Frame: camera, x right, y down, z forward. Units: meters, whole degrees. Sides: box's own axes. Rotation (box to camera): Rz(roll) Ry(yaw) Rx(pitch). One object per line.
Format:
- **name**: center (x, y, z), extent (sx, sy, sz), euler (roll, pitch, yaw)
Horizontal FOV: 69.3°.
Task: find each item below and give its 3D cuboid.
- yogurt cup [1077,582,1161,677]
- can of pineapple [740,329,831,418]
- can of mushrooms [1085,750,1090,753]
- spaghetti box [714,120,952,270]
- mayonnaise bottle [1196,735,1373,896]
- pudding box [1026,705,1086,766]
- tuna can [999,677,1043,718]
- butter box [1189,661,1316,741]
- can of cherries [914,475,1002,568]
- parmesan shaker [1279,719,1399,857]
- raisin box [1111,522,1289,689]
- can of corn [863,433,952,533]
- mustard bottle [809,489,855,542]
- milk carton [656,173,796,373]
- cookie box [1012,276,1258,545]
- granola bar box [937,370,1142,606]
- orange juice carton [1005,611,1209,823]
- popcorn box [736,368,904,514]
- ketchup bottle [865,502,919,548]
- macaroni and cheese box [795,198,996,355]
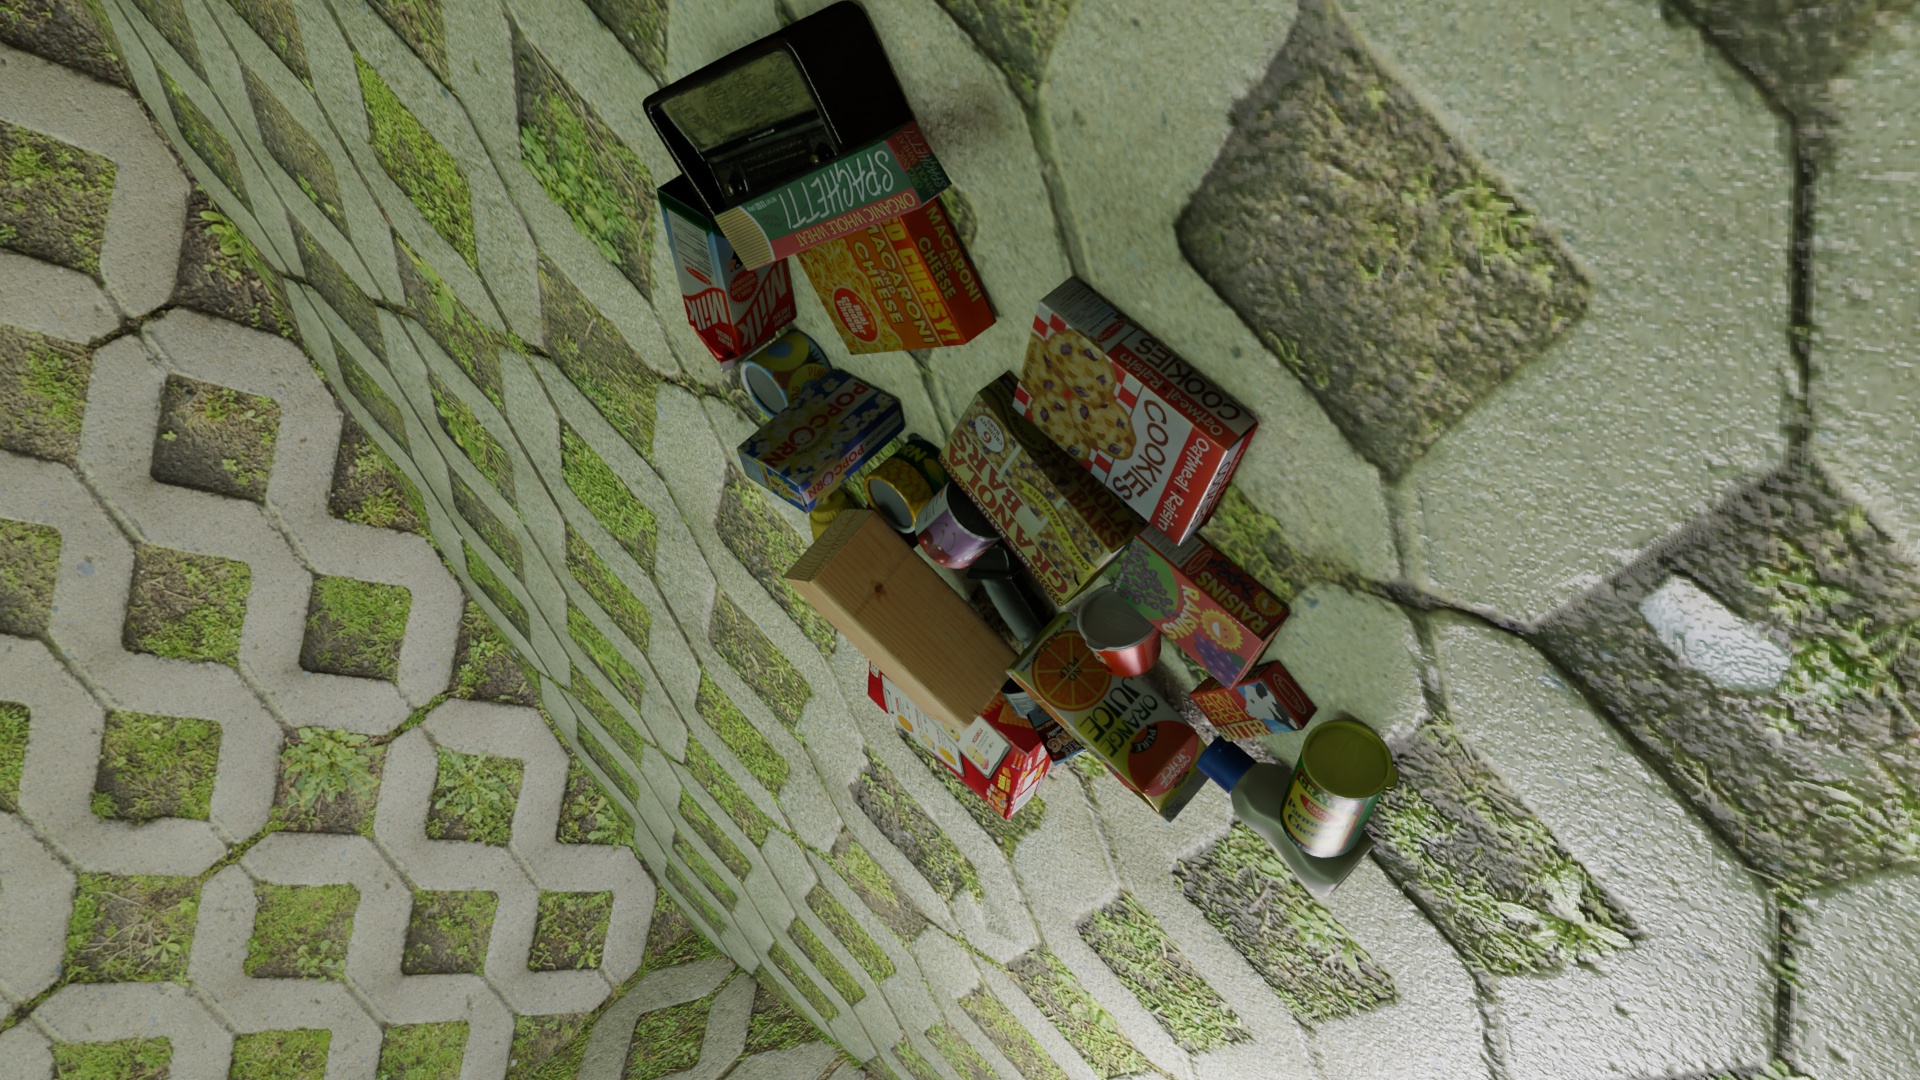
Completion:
- **yogurt cup**: center (0.134, 0.076, 1.141), extent (0.072, 0.072, 0.053), euler (27, 154, 36)
- **can of pineapple**: center (-0.160, -0.152, 1.289), extent (0.071, 0.058, 0.070), euler (35, 150, 25)
- **can of mushrooms**: center (0.112, 0.168, 1.325), extent (0.071, 0.033, 0.070), euler (35, 149, 25)
- **spaghetti box**: center (-0.096, -0.235, 0.967), extent (0.250, 0.029, 0.050), euler (-1, 127, 55)
- **mayonnaise bottle**: center (0.262, 0.220, 1.142), extent (0.148, 0.065, 0.041), euler (40, 148, 25)
- **pudding box**: center (0.109, 0.163, 1.267), extent (0.049, 0.084, 0.030), euler (62, -179, -24)
- **tuna can**: center (0.073, 0.133, 1.305), extent (0.071, 0.071, 0.032), euler (1, 127, 56)
- **butter box**: center (0.231, 0.130, 1.108), extent (0.053, 0.024, 0.103), euler (51, 153, -5)
- **can of cherries**: center (0.004, -0.015, 1.197), extent (0.071, 0.072, 0.058), euler (48, 135, 2)
- **parmesan shaker**: center (0.287, 0.193, 1.060), extent (0.071, 0.071, 0.102), euler (35, 150, 25)
- **raisin box**: center (0.181, 0.045, 1.059), extent (0.123, 0.040, 0.085), euler (42, 151, 17)
- **can of corn**: center (-0.046, -0.051, 1.249), extent (0.071, 0.058, 0.070), euler (35, 150, 24)
- **mustard bottle**: center (-0.124, -0.004, 1.436), extent (0.065, 0.049, 0.159), euler (21, 142, 40)
- **milk carton**: center (-0.201, -0.235, 1.229), extent (0.073, 0.072, 0.189), euler (33, 148, 28)
- **cookie box**: center (0.119, -0.089, 0.978), extent (0.168, 0.040, 0.122), euler (42, 152, 16)
- **granola bar box**: center (0.059, -0.038, 1.117), extent (0.165, 0.039, 0.123), euler (51, 154, 9)
- **orange juice carton**: center (0.134, 0.153, 1.203), extent (0.193, 0.072, 0.073), euler (43, 173, 3)
- **popcorn box**: center (-0.124, -0.091, 1.237), extent (0.085, 0.127, 0.038), euler (30, 151, 32)
- **ketchup bottle**: center (-0.068, -0.011, 1.350), extent (0.065, 0.044, 0.148), euler (47, 153, 5)
- **macaroni and cheese box**: center (-0.058, -0.210, 1.083), extent (0.166, 0.040, 0.123), euler (6, 131, 54)
